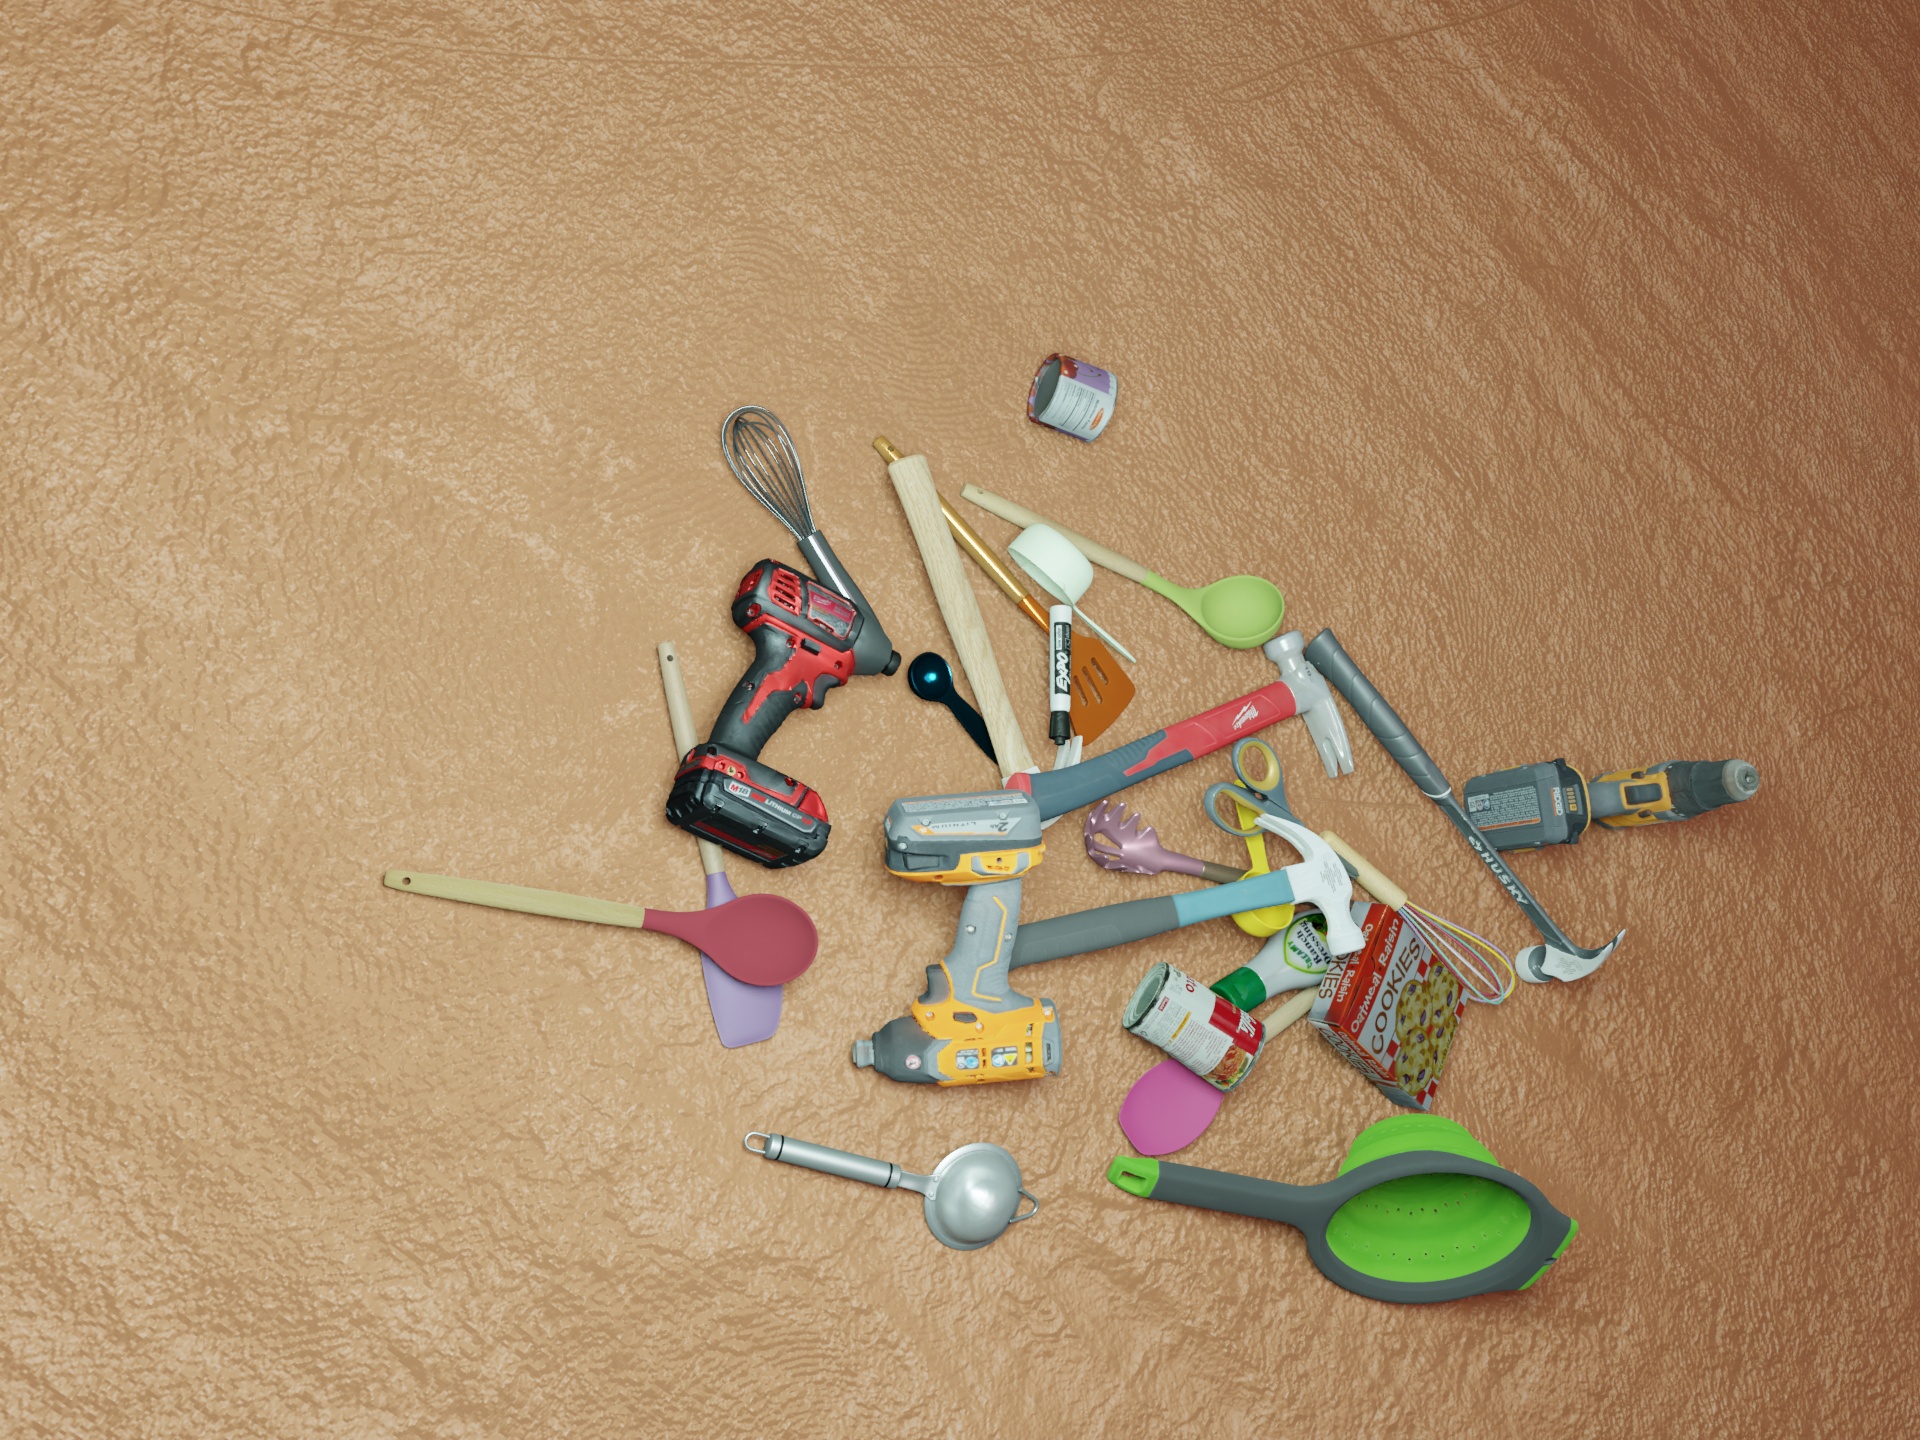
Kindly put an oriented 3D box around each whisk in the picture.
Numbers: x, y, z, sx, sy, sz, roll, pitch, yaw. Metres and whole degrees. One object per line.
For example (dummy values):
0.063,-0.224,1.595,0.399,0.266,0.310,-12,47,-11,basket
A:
-0.121,-0.151,1.303,0.055,0.055,0.239,-35,99,-28,whisk
0.425,0.188,1.494,0.245,0.047,0.051,40,53,-8,whisk

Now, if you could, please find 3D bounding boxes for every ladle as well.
-0.260,0.143,1.170,0.315,0.031,0.069,12,77,-17,ladle
0.148,-0.147,1.426,0.320,0.062,0.078,24,53,-16,ladle

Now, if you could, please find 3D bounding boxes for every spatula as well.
0.034,-0.120,1.384,0.322,0.041,0.081,47,64,-5,spatula
-0.192,0.092,1.228,0.059,0.018,0.316,-12,85,-23,spatula

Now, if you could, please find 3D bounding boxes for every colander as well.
0.318,0.391,1.364,0.397,0.204,0.095,12,38,-7,colander

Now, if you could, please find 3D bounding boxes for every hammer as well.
0.012,-0.065,1.336,0.130,0.031,0.331,-20,91,-37,hammer
0.462,0.079,1.496,0.036,0.149,0.409,-38,89,-20,hammer
0.193,0.036,1.386,0.386,0.038,0.143,-21,86,-35,hammer
0.165,0.163,1.321,0.331,0.033,0.128,-11,77,-9,hammer

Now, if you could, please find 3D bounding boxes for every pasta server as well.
0.239,0.135,1.416,0.316,0.040,0.060,16,59,-23,pasta server

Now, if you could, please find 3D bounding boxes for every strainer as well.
-0.046,0.356,1.230,0.258,0.050,0.087,19,85,-17,strainer

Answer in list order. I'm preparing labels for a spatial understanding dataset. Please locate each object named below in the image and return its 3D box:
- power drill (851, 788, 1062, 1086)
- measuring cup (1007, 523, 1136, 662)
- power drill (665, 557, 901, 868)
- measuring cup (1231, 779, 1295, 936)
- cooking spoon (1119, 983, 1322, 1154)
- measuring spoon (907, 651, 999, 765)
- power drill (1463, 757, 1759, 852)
-0.008,0.175,1.235,0.164,0.084,0.226,-4,100,-7,power drill
0.110,-0.111,1.392,0.167,0.083,0.038,40,89,-29,measuring cup
-0.131,-0.004,1.233,0.143,0.078,0.220,28,64,-24,power drill
0.254,0.122,1.408,0.062,0.029,0.157,17,47,-25,measuring cup
0.262,0.280,1.405,0.319,0.017,0.069,-29,81,-28,cooking spoon
-0.002,-0.004,1.346,0.128,0.021,0.042,49,56,-19,measuring spoon
0.631,0.074,1.538,0.226,0.185,0.084,-3,82,-23,power drill
